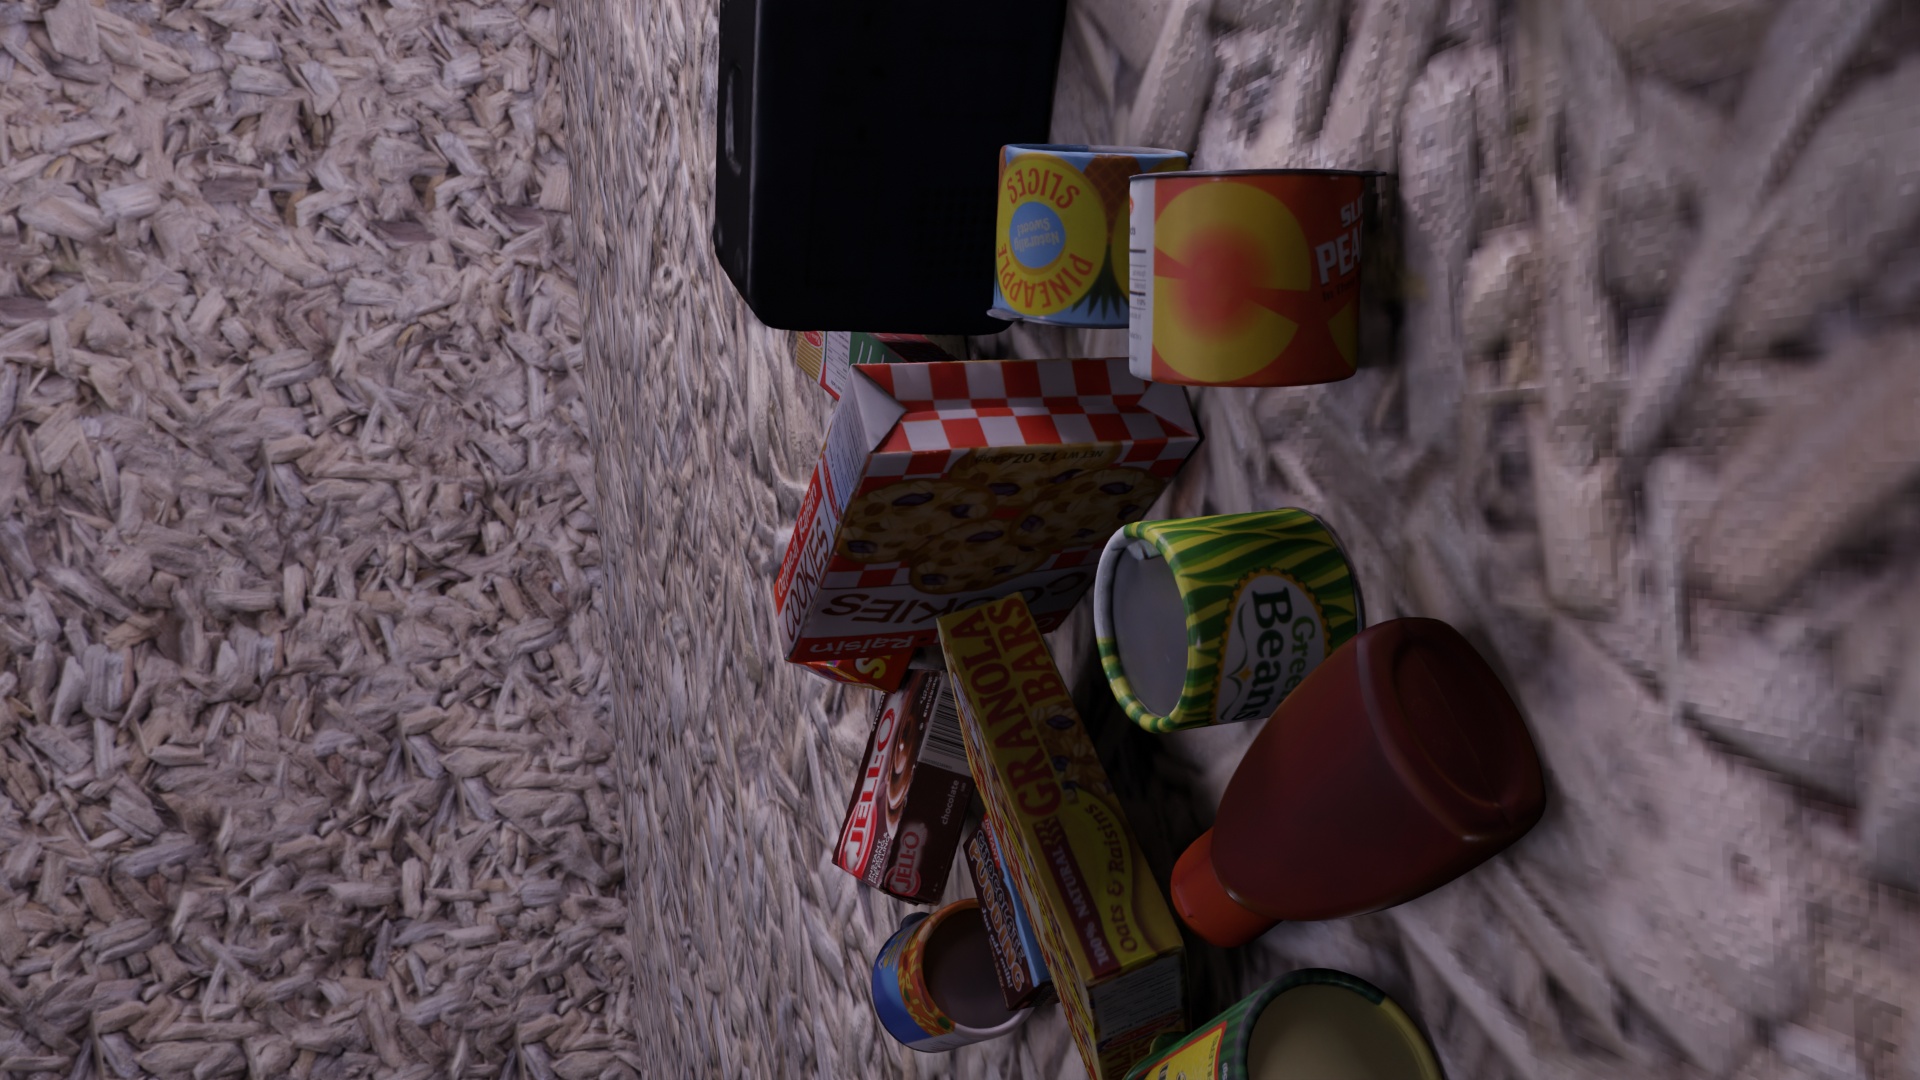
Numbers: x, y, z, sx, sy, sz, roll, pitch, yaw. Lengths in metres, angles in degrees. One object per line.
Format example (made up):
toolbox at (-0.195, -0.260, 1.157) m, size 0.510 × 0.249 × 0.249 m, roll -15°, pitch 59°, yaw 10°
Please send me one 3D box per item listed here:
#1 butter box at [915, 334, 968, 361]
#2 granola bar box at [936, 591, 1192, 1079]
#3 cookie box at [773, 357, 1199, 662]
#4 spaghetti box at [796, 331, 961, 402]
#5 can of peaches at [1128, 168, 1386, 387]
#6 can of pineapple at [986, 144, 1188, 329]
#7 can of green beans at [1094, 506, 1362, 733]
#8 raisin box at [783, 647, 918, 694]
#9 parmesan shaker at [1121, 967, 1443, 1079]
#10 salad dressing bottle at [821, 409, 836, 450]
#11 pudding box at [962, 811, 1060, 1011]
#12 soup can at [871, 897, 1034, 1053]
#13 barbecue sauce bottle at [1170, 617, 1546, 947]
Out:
butter box at (-0.016, -0.095, 0.715) m, size 0.053 × 0.024 × 0.103 m, roll 148°, pitch 115°, yaw -67°
granola bar box at (0.040, 0.120, 0.545) m, size 0.123 × 0.039 × 0.166 m, roll 79°, pitch 170°, yaw -48°
cookie box at (0.002, -0.007, 0.545) m, size 0.166 × 0.123 × 0.040 m, roll 119°, pitch 141°, yaw -56°
spaghetti box at (-0.034, -0.079, 0.686) m, size 0.251 × 0.029 × 0.050 m, roll -136°, pitch 46°, yaw -59°
can of peaches at (0.083, -0.076, 0.398) m, size 0.071 × 0.071 × 0.058 m, roll -151°, pitch 59°, yaw -66°
can of pineapple at (0.044, -0.108, 0.487) m, size 0.071 × 0.071 × 0.057 m, roll -140°, pitch 48°, yaw -62°
can of green beans at (0.081, 0.024, 0.434) m, size 0.071 × 0.058 × 0.071 m, roll 176°, pitch 89°, yaw -69°
raisin box at (-0.053, 0.038, 0.775) m, size 0.086 × 0.040 × 0.123 m, roll -67°, pitch 17°, yaw -11°
parmesan shaker at (0.092, 0.175, 0.428) m, size 0.102 × 0.071 × 0.071 m, roll 115°, pitch 144°, yaw -53°
salad dressing bottle at (-0.050, -0.036, 0.724) m, size 0.148 × 0.044 × 0.064 m, roll -97°, pitch -11°, yaw -77°
pudding box at (0.030, 0.169, 0.644) m, size 0.049 × 0.030 × 0.084 m, roll 117°, pitch 142°, yaw -54°
soup can at (-0.004, 0.215, 0.693) m, size 0.083 × 0.071 × 0.071 m, roll 127°, pitch 134°, yaw -60°
barbecue sauce bottle at (0.105, 0.082, 0.406) m, size 0.147 × 0.044 × 0.065 m, roll 116°, pitch 138°, yaw -55°
